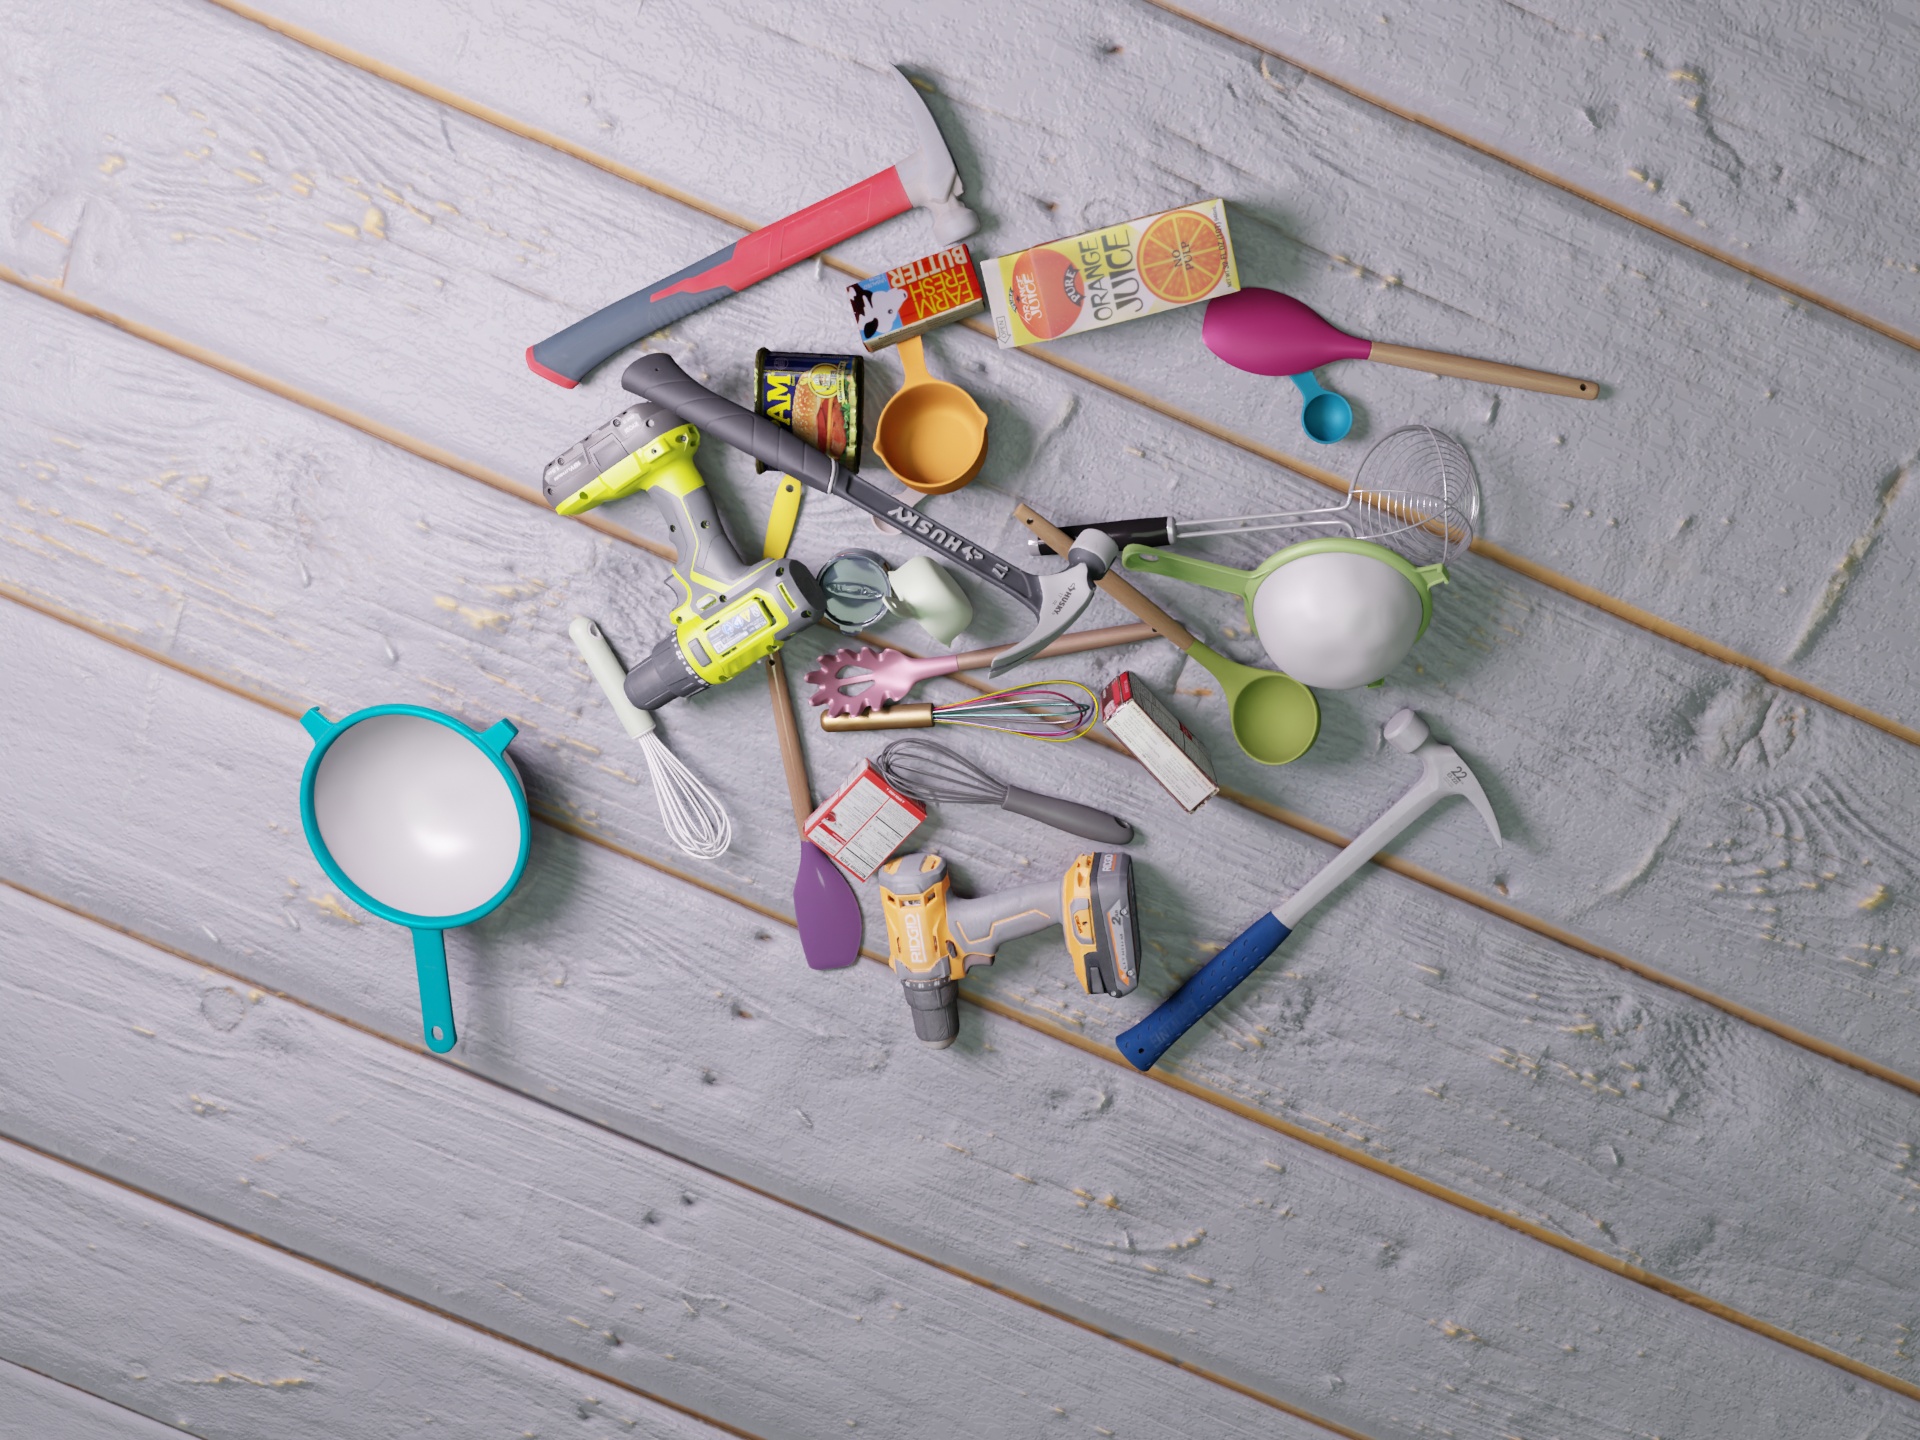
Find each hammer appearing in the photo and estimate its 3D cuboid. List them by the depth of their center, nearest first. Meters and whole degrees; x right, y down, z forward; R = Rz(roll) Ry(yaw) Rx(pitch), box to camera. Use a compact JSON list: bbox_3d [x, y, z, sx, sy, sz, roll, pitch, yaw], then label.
[{"bbox_3d":[-0.087,-0.176,1.236,0.409,0.149,0.036,30,153,8],"label":"hammer"},{"bbox_3d":[-0.186,-0.381,1.281,0.386,0.038,0.143,-22,103,12],"label":"hammer"},{"bbox_3d":[0.299,0.175,1.416,0.144,0.035,0.405,42,107,-8],"label":"hammer"}]

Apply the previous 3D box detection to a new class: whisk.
[{"bbox_3d":[-0.002,-0.002,1.384,0.245,0.051,0.047,-3,113,9],"label":"whisk"},{"bbox_3d":[0.041,0.067,1.403,0.239,0.055,0.055,18,109,-6],"label":"whisk"},{"bbox_3d":[-0.278,0.017,1.414,0.059,0.058,0.246,-26,99,21],"label":"whisk"}]

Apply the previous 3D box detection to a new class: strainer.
[{"bbox_3d":[0.252,-0.085,1.281,0.256,0.069,0.151,14,142,-2],"label":"strainer"},{"bbox_3d":[-0.471,0.133,1.445,0.211,0.095,0.340,3,110,7],"label":"strainer"}]

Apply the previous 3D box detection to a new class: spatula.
[{"bbox_3d":[-0.140,0.082,1.436,0.060,0.018,0.315,-9,108,3],"label":"spatula"}]

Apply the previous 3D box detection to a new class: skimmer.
[{"bbox_3d":[0.240,-0.165,1.316,0.363,0.090,0.127,-3,103,17],"label":"skimmer"}]

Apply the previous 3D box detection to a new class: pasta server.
[{"bbox_3d":[0.024,-0.053,1.367,0.316,0.040,0.060,-9,96,7],"label":"pasta server"}]

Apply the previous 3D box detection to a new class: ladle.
[{"bbox_3d":[0.171,-0.074,1.320,0.320,0.062,0.078,37,114,-13],"label":"ladle"}]

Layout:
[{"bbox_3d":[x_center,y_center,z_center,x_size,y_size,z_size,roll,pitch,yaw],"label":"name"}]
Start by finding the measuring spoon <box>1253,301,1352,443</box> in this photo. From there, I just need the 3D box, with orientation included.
[{"bbox_3d":[0.271,-0.280,1.285,0.042,0.021,0.128,-32,93,-3],"label":"measuring spoon"}]

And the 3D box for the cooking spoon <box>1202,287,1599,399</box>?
[{"bbox_3d":[0.351,-0.290,1.266,0.319,0.017,0.069,10,89,-1],"label":"cooking spoon"}]

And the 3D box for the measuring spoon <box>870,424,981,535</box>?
[{"bbox_3d":[-0.025,-0.204,1.338,0.124,0.018,0.034,-42,100,9],"label":"measuring spoon"}]

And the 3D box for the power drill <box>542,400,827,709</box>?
[{"bbox_3d":[-0.245,-0.134,1.329,0.190,0.080,0.228,-30,95,17],"label":"power drill"}]

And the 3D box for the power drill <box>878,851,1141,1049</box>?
[{"bbox_3d":[0.046,0.208,1.429,0.226,0.084,0.185,-4,108,11],"label":"power drill"}]

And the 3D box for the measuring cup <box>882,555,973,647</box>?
[{"bbox_3d":[-0.030,-0.101,1.290,0.038,0.167,0.083,-39,86,10],"label":"measuring cup"}]

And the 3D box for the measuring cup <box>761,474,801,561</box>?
[{"bbox_3d":[-0.163,-0.137,1.360,0.062,0.029,0.156,17,111,0],"label":"measuring cup"}]

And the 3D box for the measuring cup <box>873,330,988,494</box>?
[{"bbox_3d":[-0.030,-0.268,1.303,0.095,0.052,0.174,-14,81,7],"label":"measuring cup"}]
